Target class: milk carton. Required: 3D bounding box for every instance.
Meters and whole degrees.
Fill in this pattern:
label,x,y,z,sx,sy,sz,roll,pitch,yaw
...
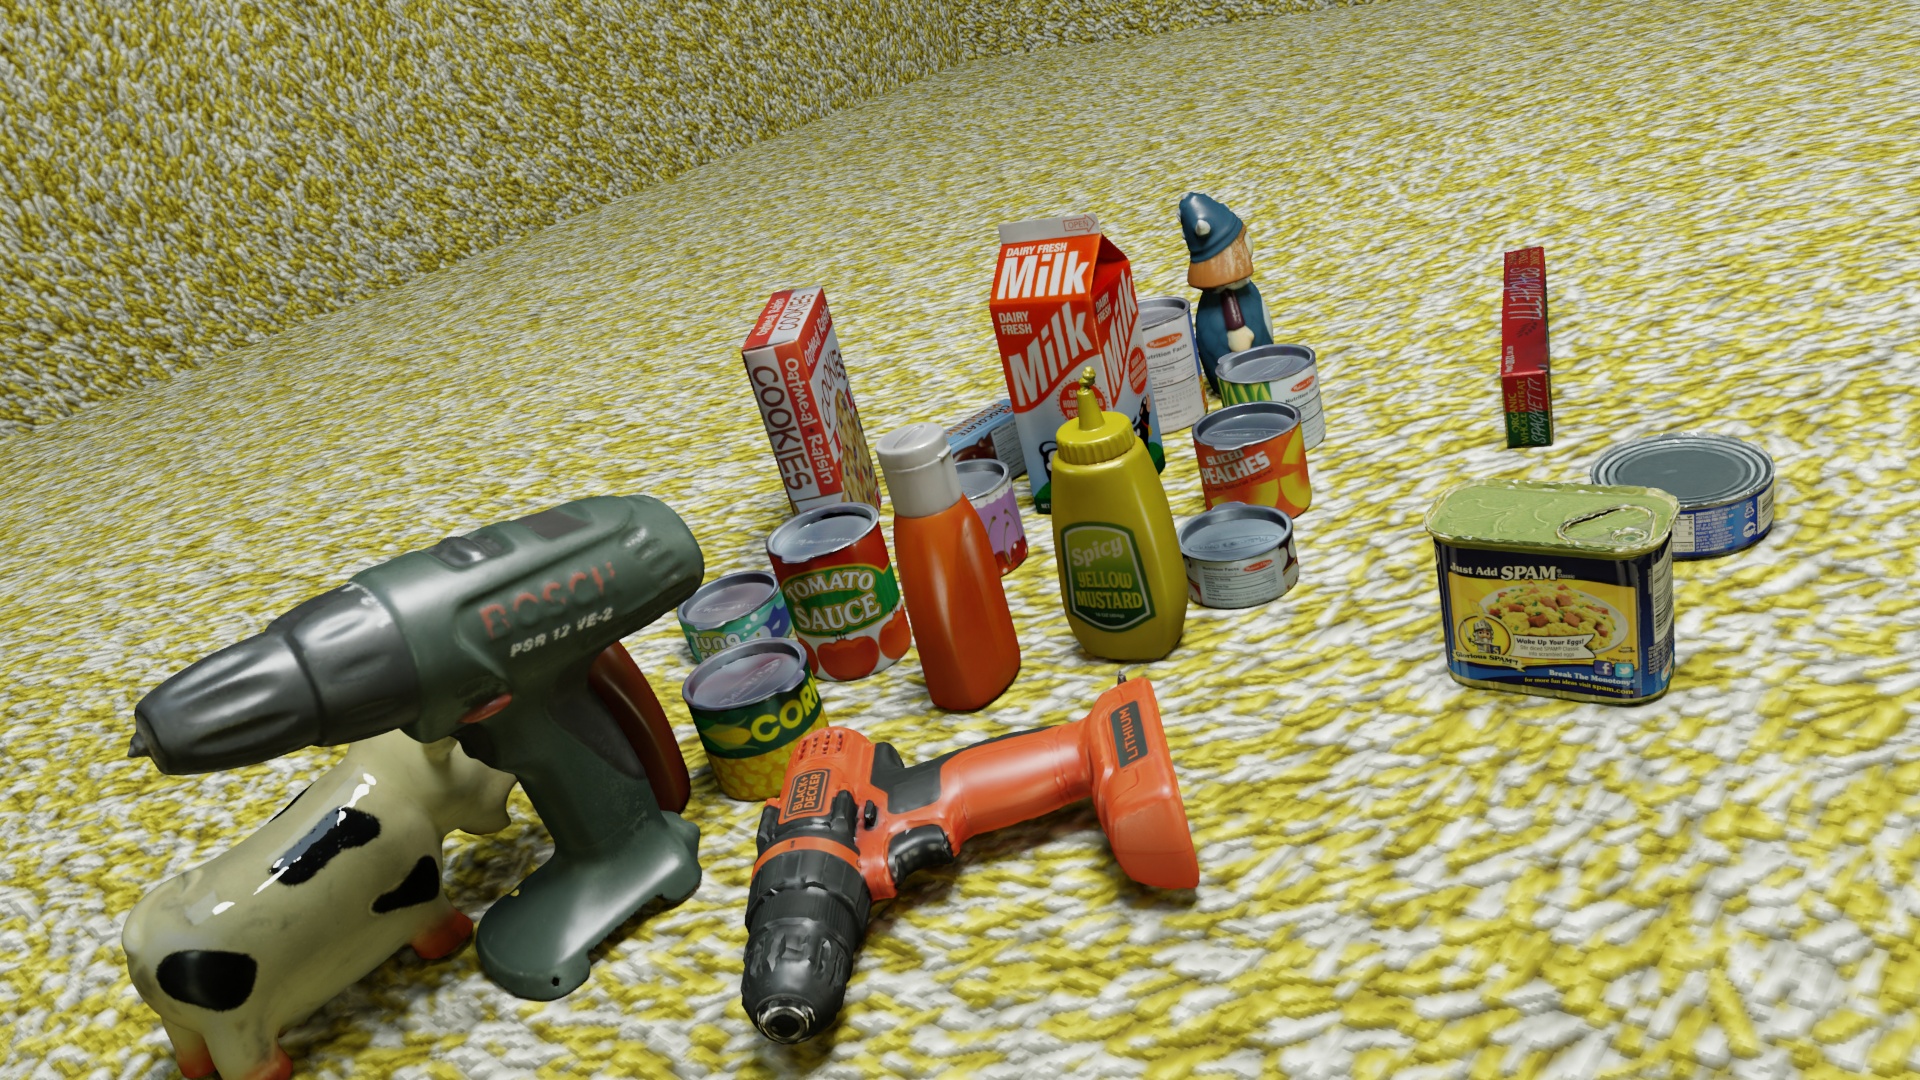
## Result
label,x,y,z,sx,sy,sz,roll,pitch,yaw
milk carton,0.075,-0.117,0.901,0.072,0.189,0.074,0,28,29

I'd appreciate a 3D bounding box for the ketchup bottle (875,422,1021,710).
label,x,y,z,sx,sy,sz,roll,pitch,yaw
ketchup bottle,-0.007,0.012,0.726,0.043,0.148,0.065,0,29,30

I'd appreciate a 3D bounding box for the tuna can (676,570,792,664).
label,x,y,z,sx,sy,sz,roll,pitch,yaw
tuna can,-0.140,0.049,0.860,0.071,0.032,0.071,-12,25,6

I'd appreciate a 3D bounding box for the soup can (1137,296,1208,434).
label,x,y,z,sx,sy,sz,roll,pitch,yaw
soup can,0.141,-0.129,1.015,0.071,0.083,0.071,-12,25,6

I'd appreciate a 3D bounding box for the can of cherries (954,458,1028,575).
label,x,y,z,sx,sy,sz,roll,pitch,yaw
can of cherries,0.003,-0.011,0.876,0.071,0.058,0.072,-12,25,6

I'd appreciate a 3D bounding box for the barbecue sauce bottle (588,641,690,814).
label,x,y,z,sx,sy,sz,roll,pitch,yaw
barbecue sauce bottle,-0.186,0.076,0.692,0.065,0.148,0.044,-13,25,5

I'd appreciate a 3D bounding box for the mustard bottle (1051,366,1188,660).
label,x,y,z,sx,sy,sz,roll,pitch,yaw
mustard bottle,0.077,-0.014,0.721,0.065,0.159,0.049,-2,28,27

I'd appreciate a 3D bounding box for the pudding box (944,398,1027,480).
label,x,y,z,sx,sy,sz,roll,pitch,yaw
pudding box,0.017,-0.063,0.987,0.084,0.049,0.030,-32,29,-32

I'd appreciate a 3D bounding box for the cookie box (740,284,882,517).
label,x,y,z,sx,sy,sz,roll,pitch,yaw
cookie box,-0.097,-0.074,0.934,0.040,0.166,0.123,-12,25,7

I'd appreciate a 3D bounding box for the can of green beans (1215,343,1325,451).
label,x,y,z,sx,sy,sz,roll,pitch,yaw
can of green beans,0.209,-0.094,0.935,0.071,0.057,0.071,-12,25,6

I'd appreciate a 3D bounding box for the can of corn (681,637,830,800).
label,x,y,z,sx,sy,sz,roll,pitch,yaw
can of corn,-0.102,0.092,0.719,0.071,0.058,0.071,-12,25,6

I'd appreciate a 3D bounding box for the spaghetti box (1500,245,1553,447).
label,x,y,z,sx,sy,sz,roll,pitch,yaw
spaghetti box,0.383,-0.137,0.939,0.028,0.050,0.251,-4,27,24

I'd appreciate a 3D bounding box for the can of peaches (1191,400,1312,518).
label,x,y,z,sx,sy,sz,roll,pitch,yaw
can of peaches,0.178,-0.046,0.852,0.071,0.057,0.071,-12,25,6

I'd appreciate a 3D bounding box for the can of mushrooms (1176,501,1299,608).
label,x,y,z,sx,sy,sz,roll,pitch,yaw
can of mushrooms,0.156,0.007,0.783,0.071,0.033,0.071,-12,25,6

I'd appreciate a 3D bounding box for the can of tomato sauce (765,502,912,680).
label,x,y,z,sx,sy,sz,roll,pitch,yaw
can of tomato sauce,-0.069,0.030,0.801,0.071,0.082,0.071,-12,25,6
